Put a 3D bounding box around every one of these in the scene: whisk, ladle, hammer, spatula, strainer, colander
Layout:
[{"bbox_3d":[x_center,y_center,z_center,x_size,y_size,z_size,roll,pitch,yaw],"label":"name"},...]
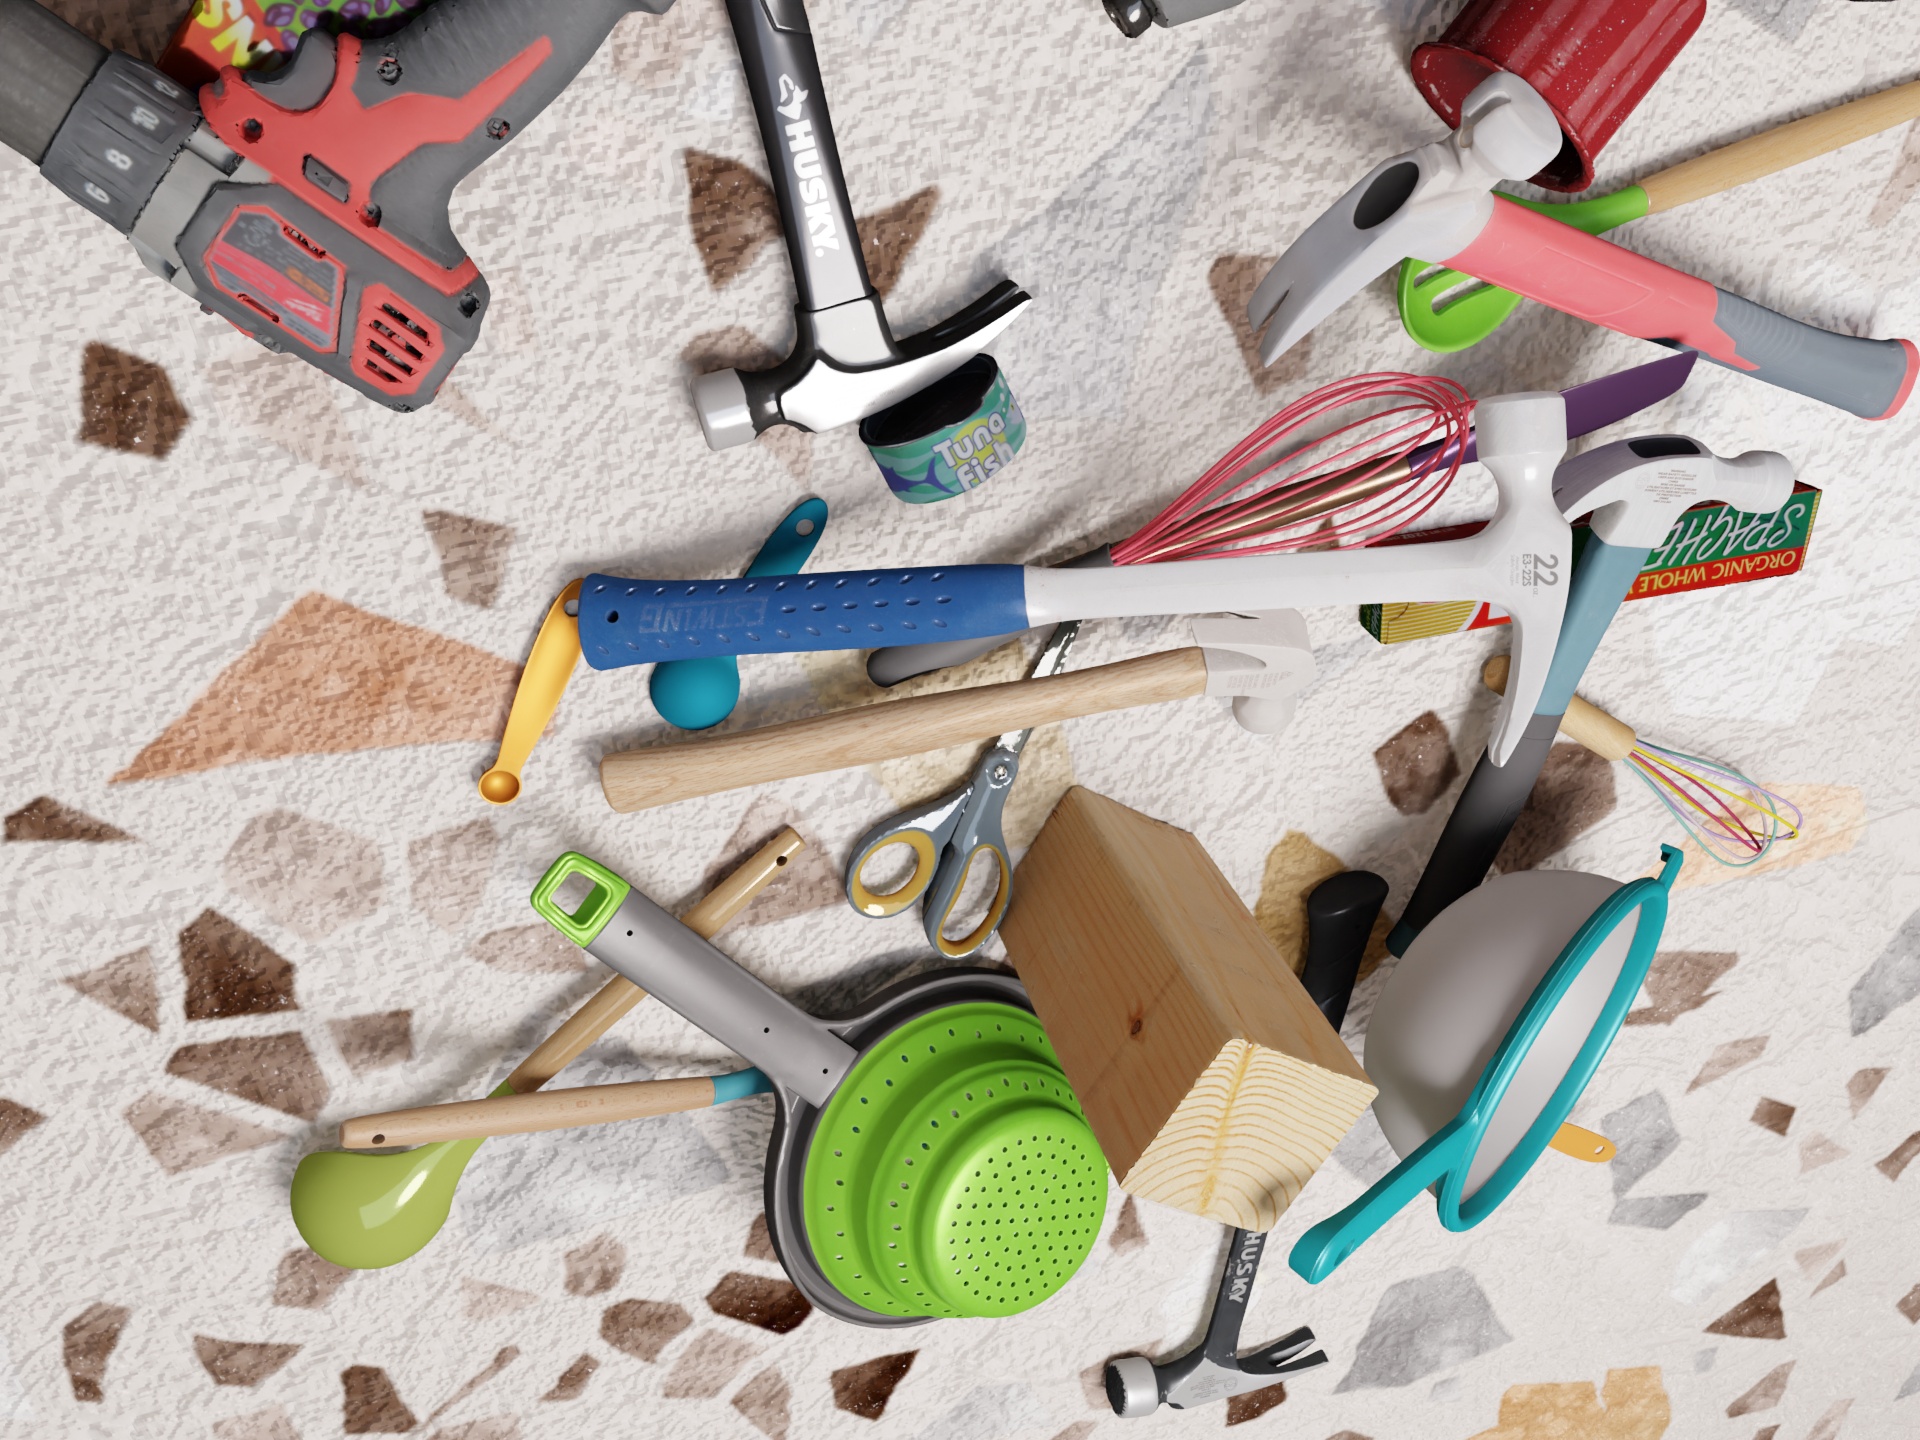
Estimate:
[{"bbox_3d":[0.088,-0.076,0.709,0.296,0.073,0.073,-23,124,16],"label":"whisk"},{"bbox_3d":[-0.203,0.159,0.796,0.320,0.062,0.078,-42,122,0],"label":"ladle"},{"bbox_3d":[0.039,-0.046,0.656,0.405,0.035,0.144,-3,93,11],"label":"hammer"},{"bbox_3d":[0.298,0.003,0.830,0.128,0.033,0.330,3,126,-14],"label":"hammer"},{"bbox_3d":[-0.001,-0.002,0.731,0.331,0.031,0.130,-11,157,0],"label":"hammer"},{"bbox_3d":[0.307,-0.177,0.721,0.386,0.038,0.143,5,153,-35],"label":"hammer"},{"bbox_3d":[0.182,-0.109,0.740,0.316,0.018,0.059,-17,162,6],"label":"spatula"},{"bbox_3d":[-0.144,0.193,0.796,0.317,0.044,0.082,2,111,-37],"label":"spatula"},{"bbox_3d":[0.383,0.023,0.897,0.244,0.047,0.051,26,109,-23],"label":"whisk"},{"bbox_3d":[0.236,0.172,0.802,0.340,0.095,0.210,-19,131,-43],"label":"strainer"},{"bbox_3d":[0.196,0.270,0.976,0.149,0.036,0.408,0,117,-18],"label":"hammer"},{"bbox_3d":[-0.069,-0.274,0.596,0.146,0.035,0.334,-17,121,-7],"label":"hammer"},{"bbox_3d":[-0.043,0.191,0.784,0.396,0.095,0.204,43,77,-30],"label":"colander"}]

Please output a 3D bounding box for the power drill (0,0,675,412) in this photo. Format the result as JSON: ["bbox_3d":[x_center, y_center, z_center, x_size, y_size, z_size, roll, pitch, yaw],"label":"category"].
[{"bbox_3d":[-0.199,-0.232,0.510,0.187,0.080,0.226,33,107,-29],"label":"power drill"}]

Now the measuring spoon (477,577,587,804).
[{"bbox_3d":[-0.191,-0.013,0.718,0.021,0.011,0.117,19,107,-26],"label":"measuring spoon"}]

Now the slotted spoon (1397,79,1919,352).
[{"bbox_3d":[0.337,-0.248,0.740,0.313,0.031,0.070,-22,123,-7],"label":"slotted spoon"}]

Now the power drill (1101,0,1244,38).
[{"bbox_3d":[0.067,-0.364,0.566,0.143,0.079,0.219,-40,124,8],"label":"power drill"}]

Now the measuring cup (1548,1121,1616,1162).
[{"bbox_3d":[0.343,0.235,0.992,0.173,0.052,0.095,26,108,-29],"label":"measuring cup"}]

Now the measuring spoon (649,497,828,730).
[{"bbox_3d":[-0.096,-0.045,0.719,0.042,0.021,0.128,28,108,-28],"label":"measuring spoon"}]
